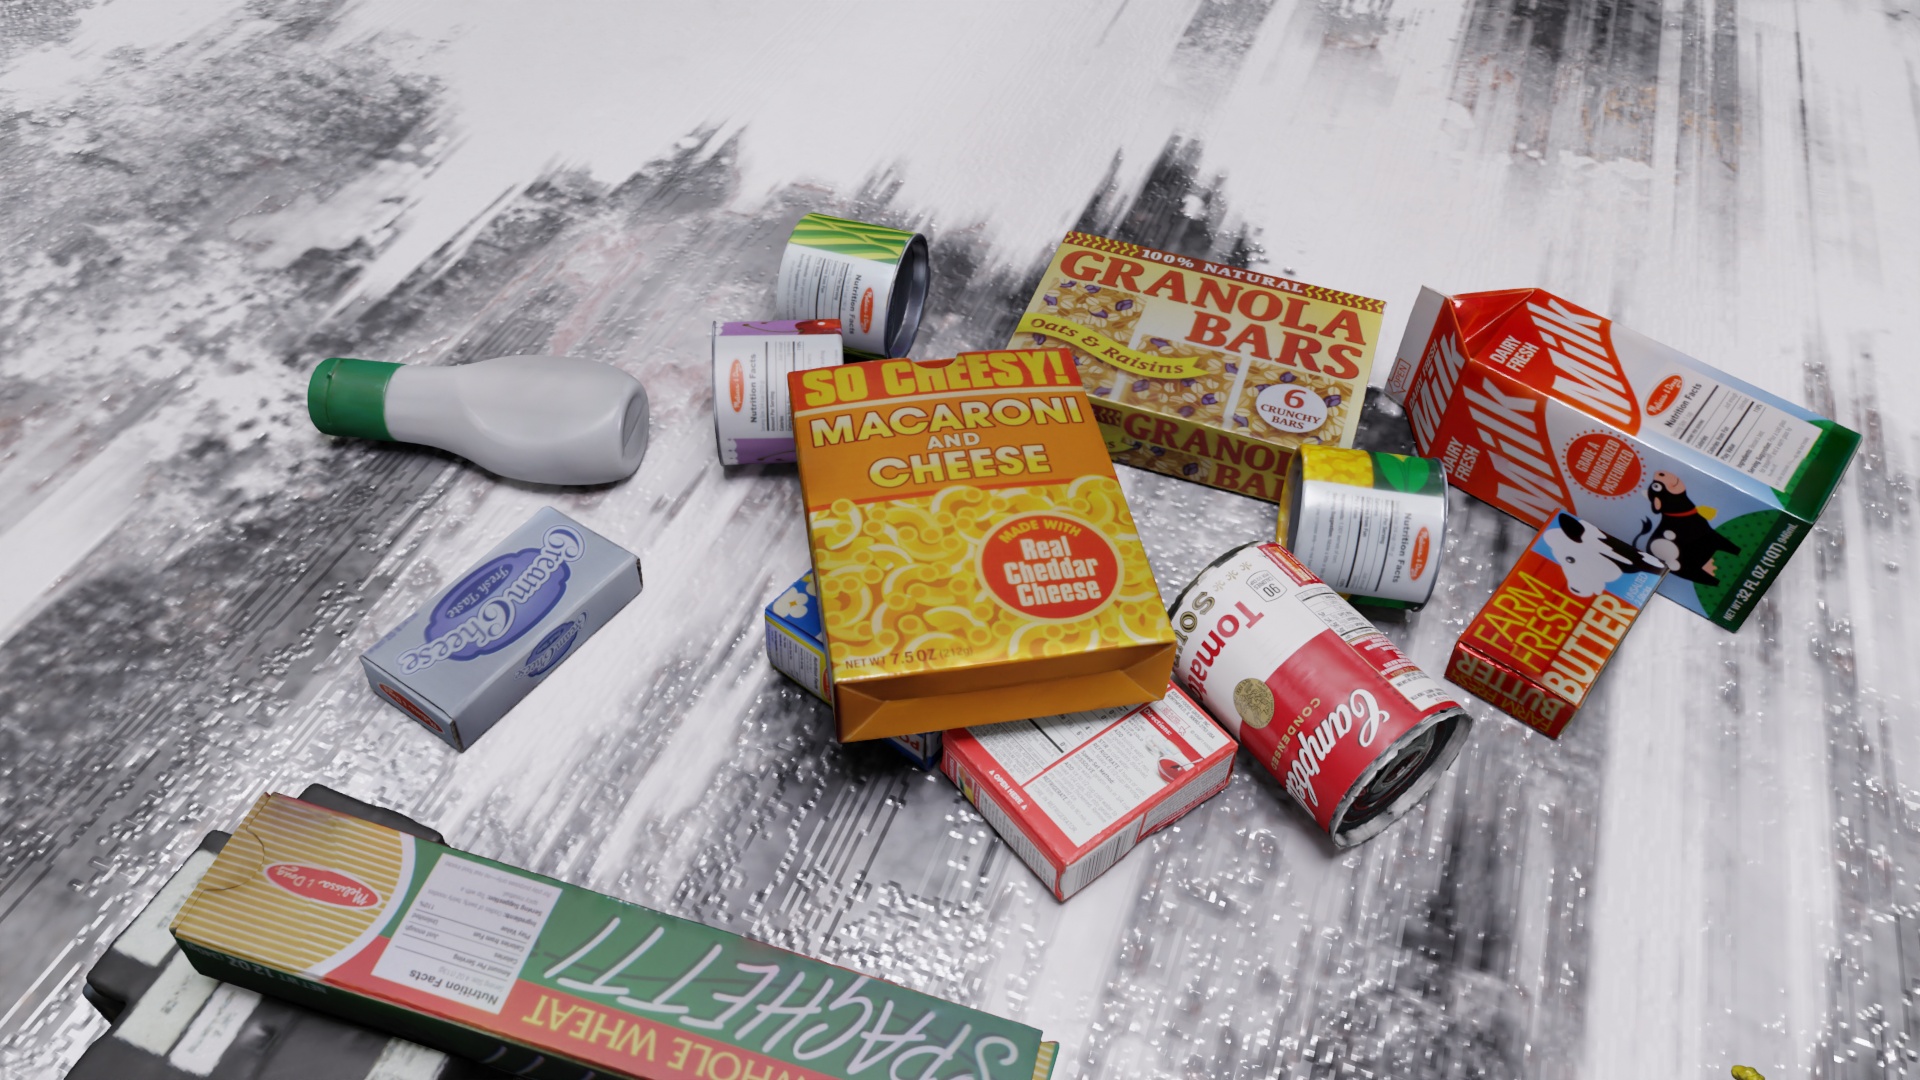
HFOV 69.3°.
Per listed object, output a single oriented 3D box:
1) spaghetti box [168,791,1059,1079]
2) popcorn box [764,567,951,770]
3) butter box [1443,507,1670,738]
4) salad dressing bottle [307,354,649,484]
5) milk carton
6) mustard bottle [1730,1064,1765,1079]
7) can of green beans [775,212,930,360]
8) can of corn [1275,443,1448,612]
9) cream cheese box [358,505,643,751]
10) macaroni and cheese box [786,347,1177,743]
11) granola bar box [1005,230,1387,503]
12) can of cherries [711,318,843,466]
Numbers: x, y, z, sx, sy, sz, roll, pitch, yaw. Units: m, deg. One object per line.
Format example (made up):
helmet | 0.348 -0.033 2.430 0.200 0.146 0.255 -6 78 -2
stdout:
spaghetti box | -0.098 0.134 0.403 0.250 0.028 0.050 16 48 4
popcorn box | -0.007 0.023 0.573 0.085 0.038 0.127 30 53 24
butter box | 0.252 0.033 0.585 0.053 0.024 0.104 33 54 24
salad dressing bottle | -0.220 -0.059 0.637 0.148 0.043 0.064 7 49 5
milk carton | 0.285 -0.049 0.631 0.191 0.072 0.074 33 54 24
mustard bottle | 0.305 0.210 0.407 0.160 0.048 0.065 35 53 26
can of green beans | -0.053 -0.125 0.689 0.058 0.071 0.071 14 48 11
can of corn | 0.168 -0.006 0.591 0.058 0.070 0.071 7 47 5
cream cheese box | -0.184 0.033 0.565 0.053 0.024 0.104 28 52 21
macaroni and cheese box | 0.002 -0.007 0.546 0.124 0.040 0.167 -6 48 -9
granola bar box | 0.113 -0.086 0.678 0.166 0.038 0.125 16 49 12
can of cherries | -0.082 -0.069 0.638 0.058 0.071 0.072 -3 48 -6
